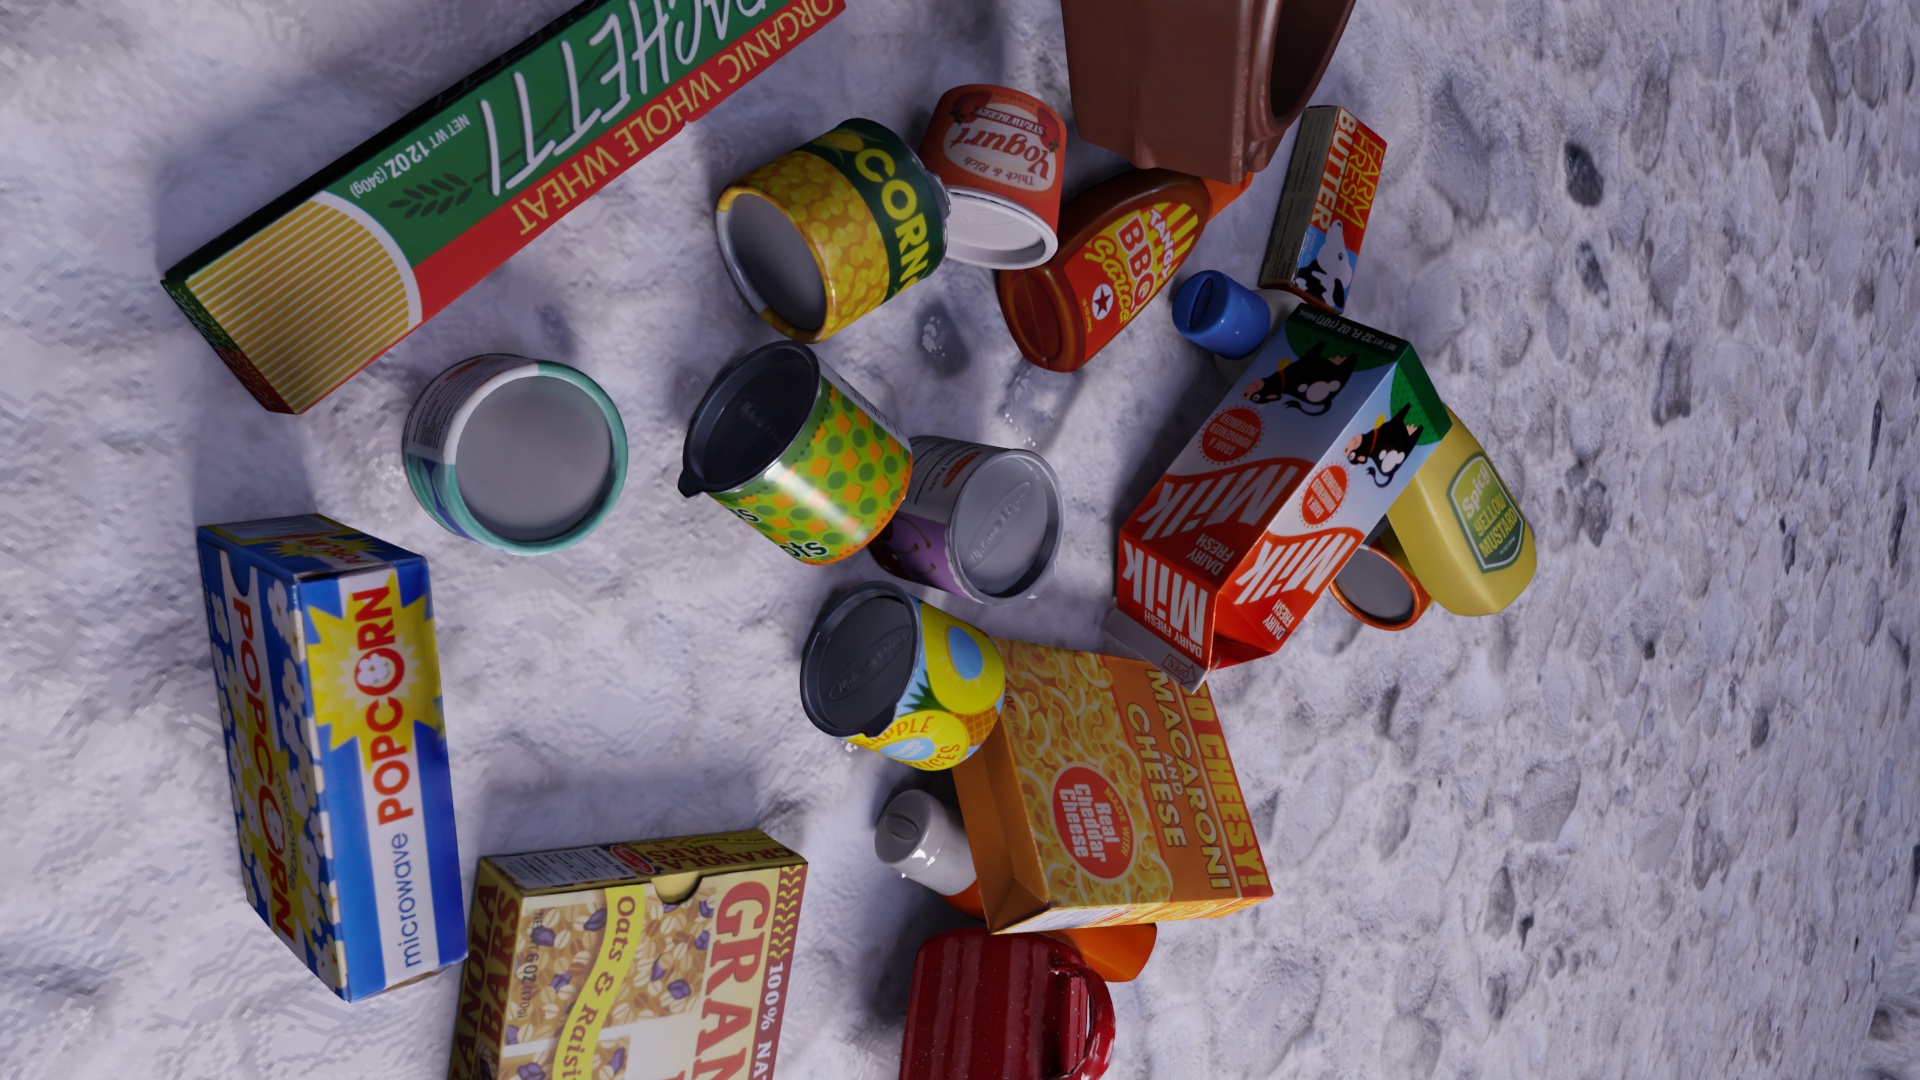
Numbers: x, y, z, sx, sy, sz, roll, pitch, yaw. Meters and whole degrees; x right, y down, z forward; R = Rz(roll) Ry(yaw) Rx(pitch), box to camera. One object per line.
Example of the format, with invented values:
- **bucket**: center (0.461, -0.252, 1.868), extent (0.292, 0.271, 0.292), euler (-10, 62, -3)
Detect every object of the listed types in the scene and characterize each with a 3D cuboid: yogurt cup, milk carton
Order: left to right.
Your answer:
- **yogurt cup**: center (0.011, -0.148, 0.566), extent (0.072, 0.072, 0.054), euler (23, 76, -43)
- **milk carton**: center (0.150, -0.016, 0.688), extent (0.190, 0.072, 0.073), euler (-51, 134, -3)

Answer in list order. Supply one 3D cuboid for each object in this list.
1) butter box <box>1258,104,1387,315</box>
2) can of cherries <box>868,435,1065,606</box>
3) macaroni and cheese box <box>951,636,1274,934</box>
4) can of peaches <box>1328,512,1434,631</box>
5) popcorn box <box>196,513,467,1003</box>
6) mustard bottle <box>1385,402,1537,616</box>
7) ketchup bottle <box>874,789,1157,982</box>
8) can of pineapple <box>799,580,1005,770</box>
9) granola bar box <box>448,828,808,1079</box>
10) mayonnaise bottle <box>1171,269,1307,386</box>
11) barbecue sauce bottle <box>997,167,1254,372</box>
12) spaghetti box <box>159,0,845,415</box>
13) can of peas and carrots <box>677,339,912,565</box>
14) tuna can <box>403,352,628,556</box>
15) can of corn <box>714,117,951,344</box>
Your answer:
- **butter box**: center (0.199, -0.179, 0.758), extent (0.053, 0.024, 0.103), euler (17, 88, -43)
- **can of cherries**: center (0.002, -0.007, 0.592), extent (0.072, 0.058, 0.071), euler (-11, 106, -42)
- **macaroni and cheese box**: center (0.068, 0.115, 0.651), extent (0.166, 0.040, 0.124), euler (12, 54, -44)
- **can of peaches**: center (0.260, 0.014, 0.826), extent (0.058, 0.071, 0.071), euler (-39, 123, -29)
- **popcorn box**: center (-0.187, 0.061, 0.413), extent (0.038, 0.085, 0.126), euler (-12, 107, -42)
- **mustard bottle**: center (0.259, -0.034, 0.761), extent (0.065, 0.048, 0.160), euler (-43, 109, -27)
- **ketchup bottle**: center (0.024, 0.162, 0.650), extent (0.148, 0.065, 0.043), euler (35, 76, -33)
- **can of pineapple**: center (-0.024, 0.059, 0.576), extent (0.058, 0.071, 0.071), euler (30, 79, -43)
- **granola bar box**: center (-0.129, 0.201, 0.530), extent (0.124, 0.039, 0.165), euler (5, 96, -43)
- **mayonnaise bottle**: center (0.169, -0.101, 0.736), extent (0.148, 0.041, 0.064), euler (17, 91, -44)
- **barbecue sauce bottle**: center (0.080, -0.142, 0.643), extent (0.149, 0.044, 0.064), euler (-43, 135, -28)
- **spaghetti box**: center (-0.135, -0.137, 0.456), extent (0.251, 0.029, 0.050), euler (-46, 127, -25)
- **can of peas and carrots**: center (-0.062, -0.030, 0.523), extent (0.058, 0.071, 0.071), euler (40, 72, -41)
- **tuna can**: center (-0.147, -0.027, 0.467), extent (0.071, 0.033, 0.071), euler (-11, 106, -40)
- **can of corn**: center (-0.047, -0.114, 0.514), extent (0.058, 0.071, 0.071), euler (-38, 123, -30)
